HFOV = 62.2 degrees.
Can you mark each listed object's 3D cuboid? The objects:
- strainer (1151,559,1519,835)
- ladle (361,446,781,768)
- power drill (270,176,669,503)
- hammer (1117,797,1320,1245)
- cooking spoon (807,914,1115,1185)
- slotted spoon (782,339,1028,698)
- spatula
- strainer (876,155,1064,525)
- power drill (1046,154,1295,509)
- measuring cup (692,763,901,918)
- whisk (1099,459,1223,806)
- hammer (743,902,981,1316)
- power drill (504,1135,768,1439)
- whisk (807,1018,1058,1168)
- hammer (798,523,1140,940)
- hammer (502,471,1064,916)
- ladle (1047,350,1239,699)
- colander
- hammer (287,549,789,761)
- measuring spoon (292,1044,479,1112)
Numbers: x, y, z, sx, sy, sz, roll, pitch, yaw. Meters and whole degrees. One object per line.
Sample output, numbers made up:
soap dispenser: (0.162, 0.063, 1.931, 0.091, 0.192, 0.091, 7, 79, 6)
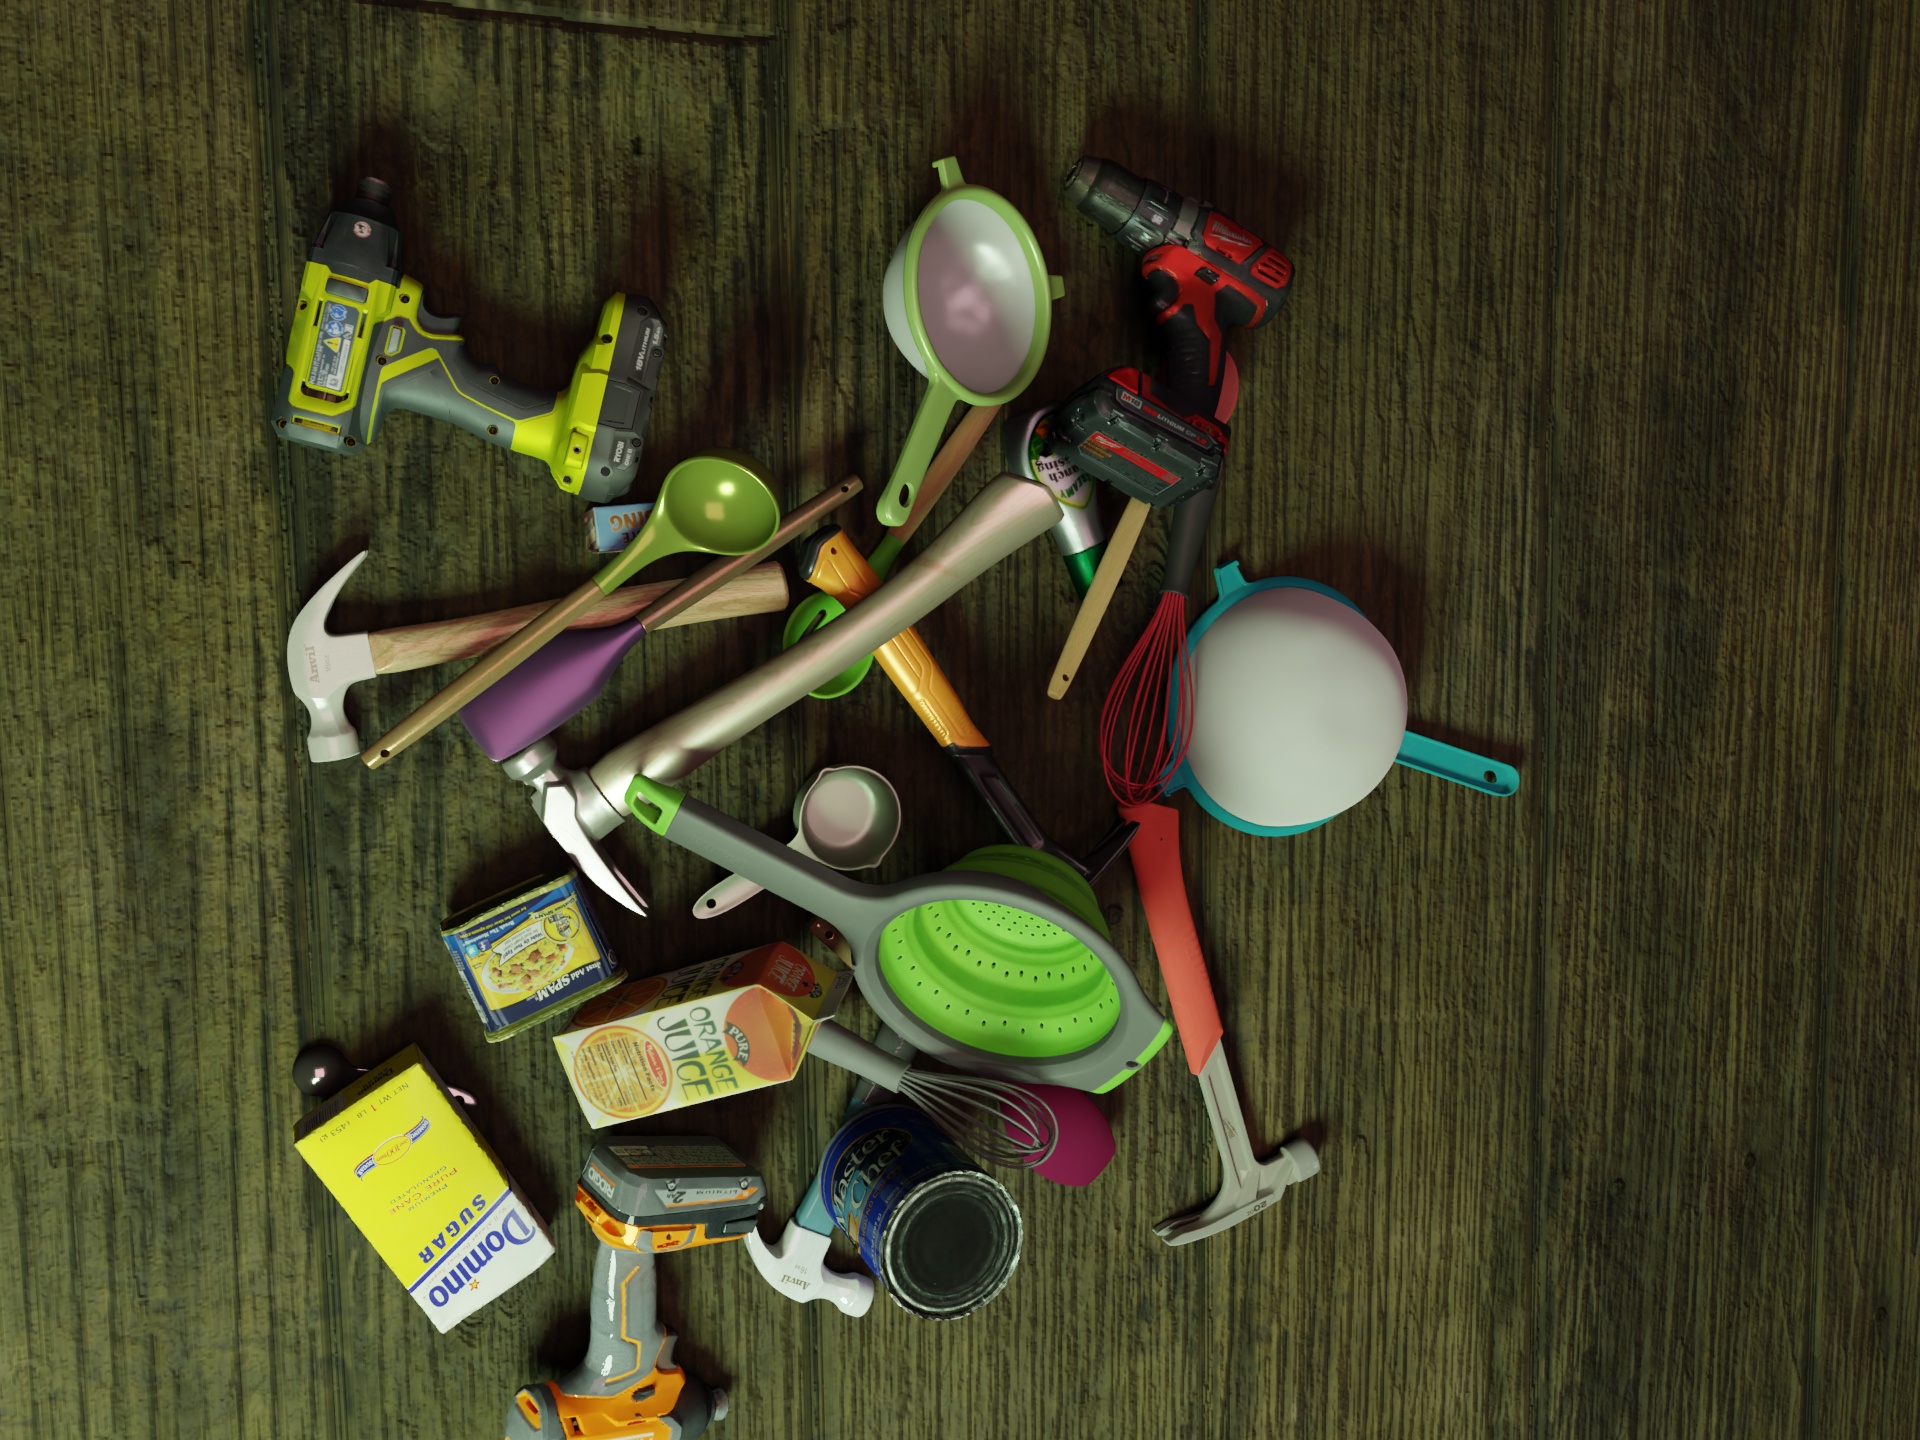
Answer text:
strainer: (0.331, 0.010, 1.271, 0.340, 0.095, 0.211, 17, 89, -19)
ladle: (-0.252, -0.067, 1.027, 0.320, 0.062, 0.078, -38, 122, -5)
power drill: (-0.310, -0.239, 1.027, 0.223, 0.080, 0.171, 13, 90, -18)
hammer: (0.179, 0.234, 1.267, 0.149, 0.037, 0.359, -21, 102, -17)
cooking spoon: (0.003, 0.245, 1.179, 0.318, 0.017, 0.069, 44, 83, -20)
slotted spoon: (-0.032, -0.152, 1.161, 0.070, 0.031, 0.314, 36, 80, -19)
spatula: (-0.197, -0.081, 1.079, 0.316, 0.018, 0.060, -35, 95, -14)
strainer: (-0.023, -0.249, 1.114, 0.151, 0.069, 0.256, 35, 68, -43)
power drill: (0.136, -0.290, 1.158, 0.187, 0.080, 0.227, 26, 69, -16)
measuring cup: (-0.122, 0.091, 1.145, 0.167, 0.038, 0.083, -32, 105, -13)
whisk: (0.160, -0.078, 1.224, 0.073, 0.073, 0.296, 16, 83, -21)
hammer: (-0.061, 0.272, 1.185, 0.128, 0.033, 0.331, 27, 85, -21)
power drill: (-0.212, 0.411, 1.112, 0.164, 0.084, 0.226, 13, 94, -41)
whisk: (-0.041, 0.250, 1.128, 0.239, 0.055, 0.055, 23, 86, 15)
hammer: (-0.002, -0.004, 1.152, 0.127, 0.034, 0.336, -40, 108, -15)
hammer: (-0.102, -0.030, 1.087, 0.410, 0.038, 0.146, -34, 107, 2)
ladle: (0.131, -0.151, 1.185, 0.069, 0.031, 0.315, 31, 70, -15)
colander: (-0.037, 0.115, 1.095, 0.397, 0.204, 0.095, 29, 44, -7)
hammer: (-0.279, -0.068, 1.076, 0.331, 0.031, 0.130, -12, 99, -19)
measuring spoon: (-0.386, 0.248, 1.072, 0.124, 0.018, 0.034, 19, 88, -21)
